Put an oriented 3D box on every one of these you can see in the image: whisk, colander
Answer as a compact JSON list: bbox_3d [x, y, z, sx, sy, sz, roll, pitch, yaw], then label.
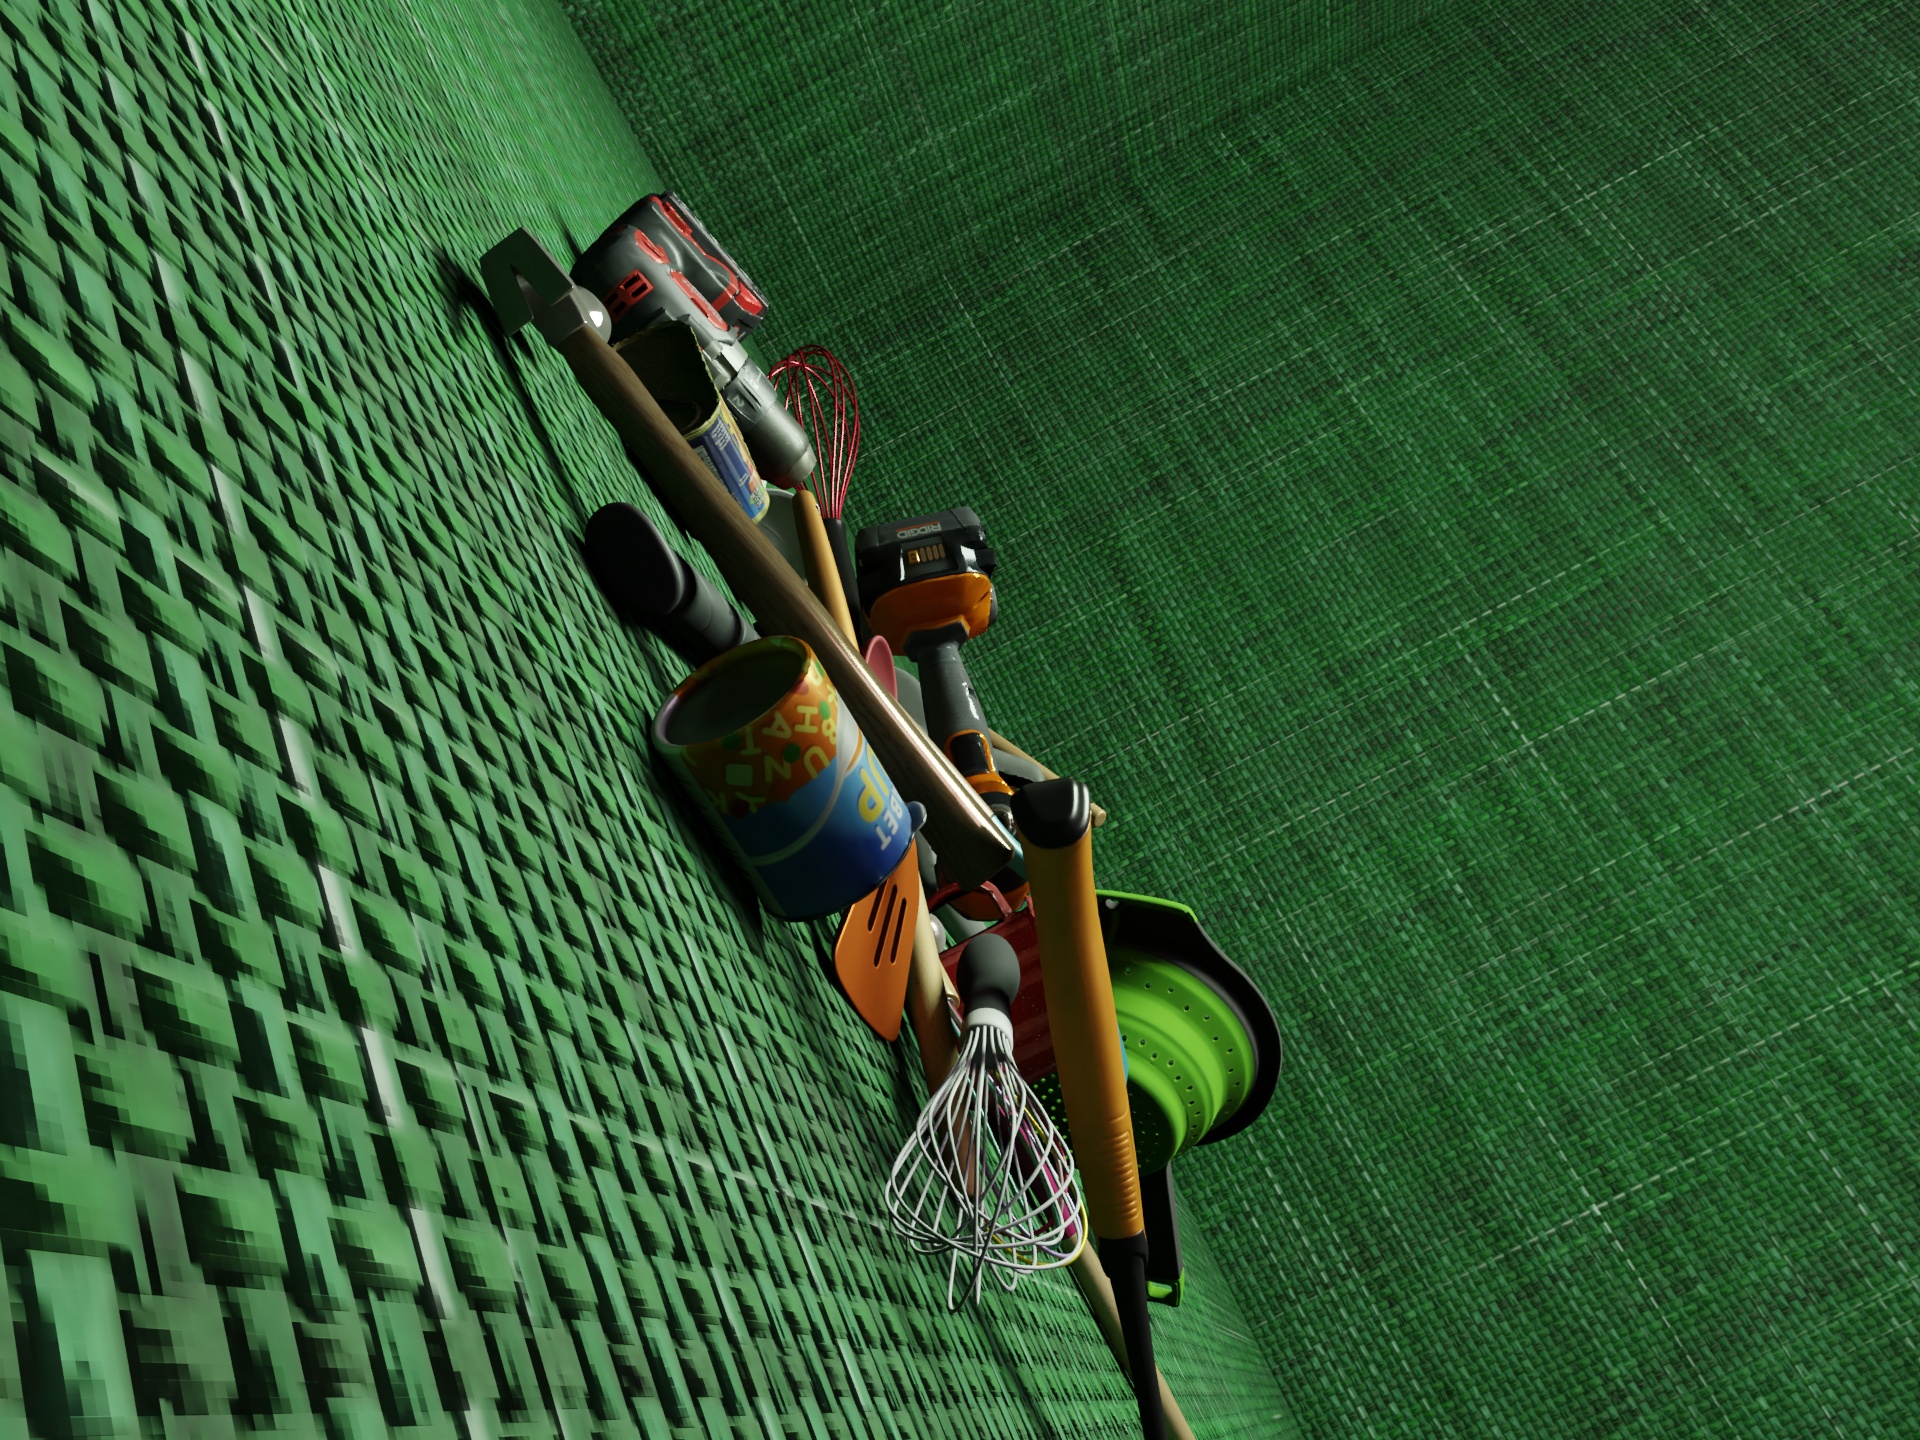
[{"bbox_3d":[0.029,0.189,1.166,0.239,0.055,0.055,57,3,-14],"label":"whisk"},{"bbox_3d":[0.111,0.295,1.077,0.094,0.204,0.396,-57,145,-49],"label":"colander"},{"bbox_3d":[0.010,0.143,0.640,0.070,0.070,0.285,62,7,-10],"label":"whisk"},{"bbox_3d":[-0.092,-0.144,1.077,0.073,0.073,0.296,60,15,-56],"label":"whisk"},{"bbox_3d":[-0.005,0.154,0.759,0.051,0.047,0.245,76,-12,-46],"label":"whisk"}]

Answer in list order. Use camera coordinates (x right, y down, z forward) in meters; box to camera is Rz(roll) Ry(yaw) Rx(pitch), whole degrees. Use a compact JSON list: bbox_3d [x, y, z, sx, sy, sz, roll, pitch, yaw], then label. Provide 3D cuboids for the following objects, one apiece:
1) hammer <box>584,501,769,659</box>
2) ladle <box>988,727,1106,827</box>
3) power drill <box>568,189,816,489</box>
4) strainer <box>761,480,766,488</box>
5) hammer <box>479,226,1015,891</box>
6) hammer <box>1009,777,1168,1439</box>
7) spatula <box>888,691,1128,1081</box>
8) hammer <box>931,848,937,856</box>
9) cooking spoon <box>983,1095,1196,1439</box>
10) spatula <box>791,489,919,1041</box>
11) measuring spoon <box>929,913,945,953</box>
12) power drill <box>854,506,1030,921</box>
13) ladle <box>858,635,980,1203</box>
[{"bbox_3d":[-0.104,-0.034,0.805,0.149,0.036,0.408,62,2,13],"label":"hammer"},{"bbox_3d":[-0.012,-0.019,1.137,0.320,0.062,0.078,35,25,35],"label":"ladle"},{"bbox_3d":[-0.171,-0.252,1.047,0.187,0.080,0.227,47,11,-25],"label":"power drill"},{"bbox_3d":[-0.148,-0.141,1.155,0.087,0.050,0.258,47,-8,24],"label":"strainer"},{"bbox_3d":[-0.088,-0.068,0.651,0.331,0.031,0.130,52,1,6],"label":"hammer"},{"bbox_3d":[0.062,0.189,0.640,0.127,0.034,0.337,-98,179,-85],"label":"hammer"},{"bbox_3d":[-0.016,0.036,0.720,0.317,0.044,0.082,48,11,4],"label":"spatula"},{"bbox_3d":[-0.044,0.046,1.358,0.144,0.035,0.406,62,2,-11],"label":"hammer"},{"bbox_3d":[0.073,0.315,0.909,0.319,0.017,0.069,62,0,-6],"label":"cooking spoon"},{"bbox_3d":[-0.059,-0.001,0.779,0.080,0.041,0.323,63,8,-50],"label":"spatula"},{"bbox_3d":[-0.025,0.119,1.035,0.034,0.018,0.124,62,1,-19],"label":"measuring spoon"},{"bbox_3d":[-0.001,-0.003,0.925,0.164,0.084,0.227,98,-21,-76],"label":"power drill"},{"bbox_3d":[-0.025,0.084,0.772,0.069,0.031,0.316,70,5,-51],"label":"ladle"}]
